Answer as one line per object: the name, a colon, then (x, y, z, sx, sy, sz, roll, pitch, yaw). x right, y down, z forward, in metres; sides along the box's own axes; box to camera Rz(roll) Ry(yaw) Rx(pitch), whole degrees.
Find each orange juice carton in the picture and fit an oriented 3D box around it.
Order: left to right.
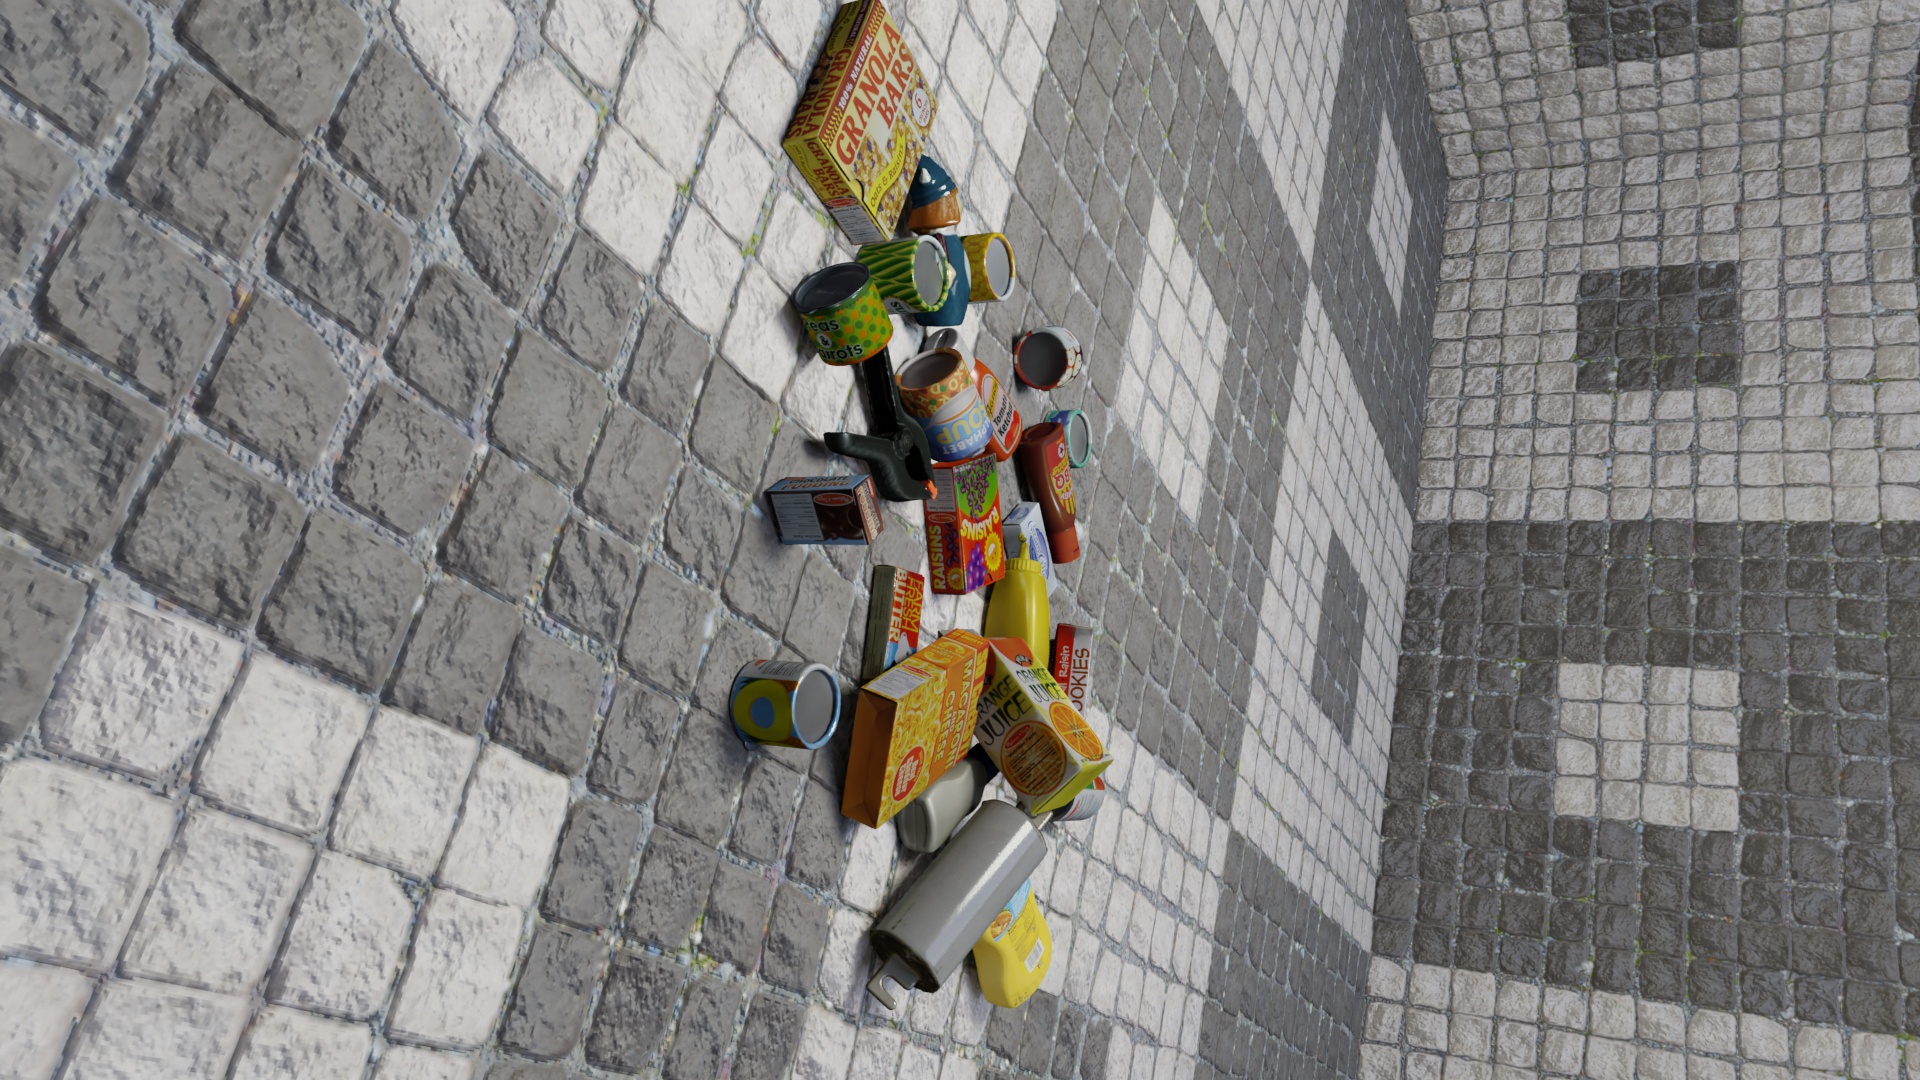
orange juice carton: (0.051, 0.157, 1.312, 0.193, 0.073, 0.072, 53, 22, 21)

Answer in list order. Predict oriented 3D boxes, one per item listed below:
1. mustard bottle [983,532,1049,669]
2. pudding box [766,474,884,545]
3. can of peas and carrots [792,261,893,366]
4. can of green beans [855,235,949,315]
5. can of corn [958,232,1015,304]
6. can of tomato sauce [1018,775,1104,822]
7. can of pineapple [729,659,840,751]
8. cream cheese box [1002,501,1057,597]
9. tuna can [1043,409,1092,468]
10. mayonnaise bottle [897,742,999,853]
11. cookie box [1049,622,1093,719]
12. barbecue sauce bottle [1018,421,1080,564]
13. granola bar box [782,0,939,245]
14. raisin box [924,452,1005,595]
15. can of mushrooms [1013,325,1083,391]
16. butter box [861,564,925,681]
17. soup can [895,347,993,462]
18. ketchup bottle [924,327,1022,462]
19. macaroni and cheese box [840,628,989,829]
mustard bottle: (0.060, 0.070, 1.397, 0.049, 0.065, 0.160, 26, 66, -55)
pudding box: (-0.105, -0.023, 1.081, 0.030, 0.083, 0.049, -45, 128, -52)
can of peas and carrots: (-0.095, -0.180, 1.117, 0.071, 0.071, 0.058, -63, 142, -39)
can of green beans: (-0.050, -0.229, 1.205, 0.071, 0.058, 0.071, -2, 92, -61)
can of corn: (0.012, -0.259, 1.315, 0.071, 0.058, 0.071, -1, 91, -61)
can of tomato sauce: (0.108, 0.265, 1.484, 0.083, 0.071, 0.071, 19, 74, -60)
can of pineapple: (-0.132, 0.126, 1.059, 0.071, 0.058, 0.071, -2, 92, -61)
cream cheese box: (0.073, 0.016, 1.460, 0.054, 0.024, 0.103, -49, 132, -51)
tuna can: (0.117, -0.110, 1.531, 0.071, 0.033, 0.071, 0, 89, -61)
mayonnaise bottle: (-0.007, 0.234, 1.303, 0.149, 0.041, 0.064, -30, 122, -58)
cookie box: (0.112, 0.156, 1.451, 0.167, 0.040, 0.123, 71, 25, -80)
barbecue sauce bottle: (0.098, -0.048, 1.486, 0.065, 0.043, 0.148, -44, 128, -53)
granola bar box: (-0.079, -0.353, 1.172, 0.124, 0.039, 0.166, 51, 47, -48)
raisin box: (0.005, -0.017, 1.323, 0.086, 0.040, 0.123, -22, 110, -60)
can of mushrooms: (0.091, -0.188, 1.451, 0.033, 0.071, 0.071, -20, 107, -59)
butter box: (-0.058, 0.076, 1.225, 0.053, 0.024, 0.103, 25, 68, -60)
soup can: (-0.013, -0.122, 1.258, 0.072, 0.071, 0.083, -63, 140, -39)
ketchup bottle: (0.012, -0.141, 1.331, 0.148, 0.043, 0.065, 54, 45, -46)
macaroni and cheese box: (-0.036, 0.161, 1.215, 0.167, 0.040, 0.123, -27, 132, -58)
